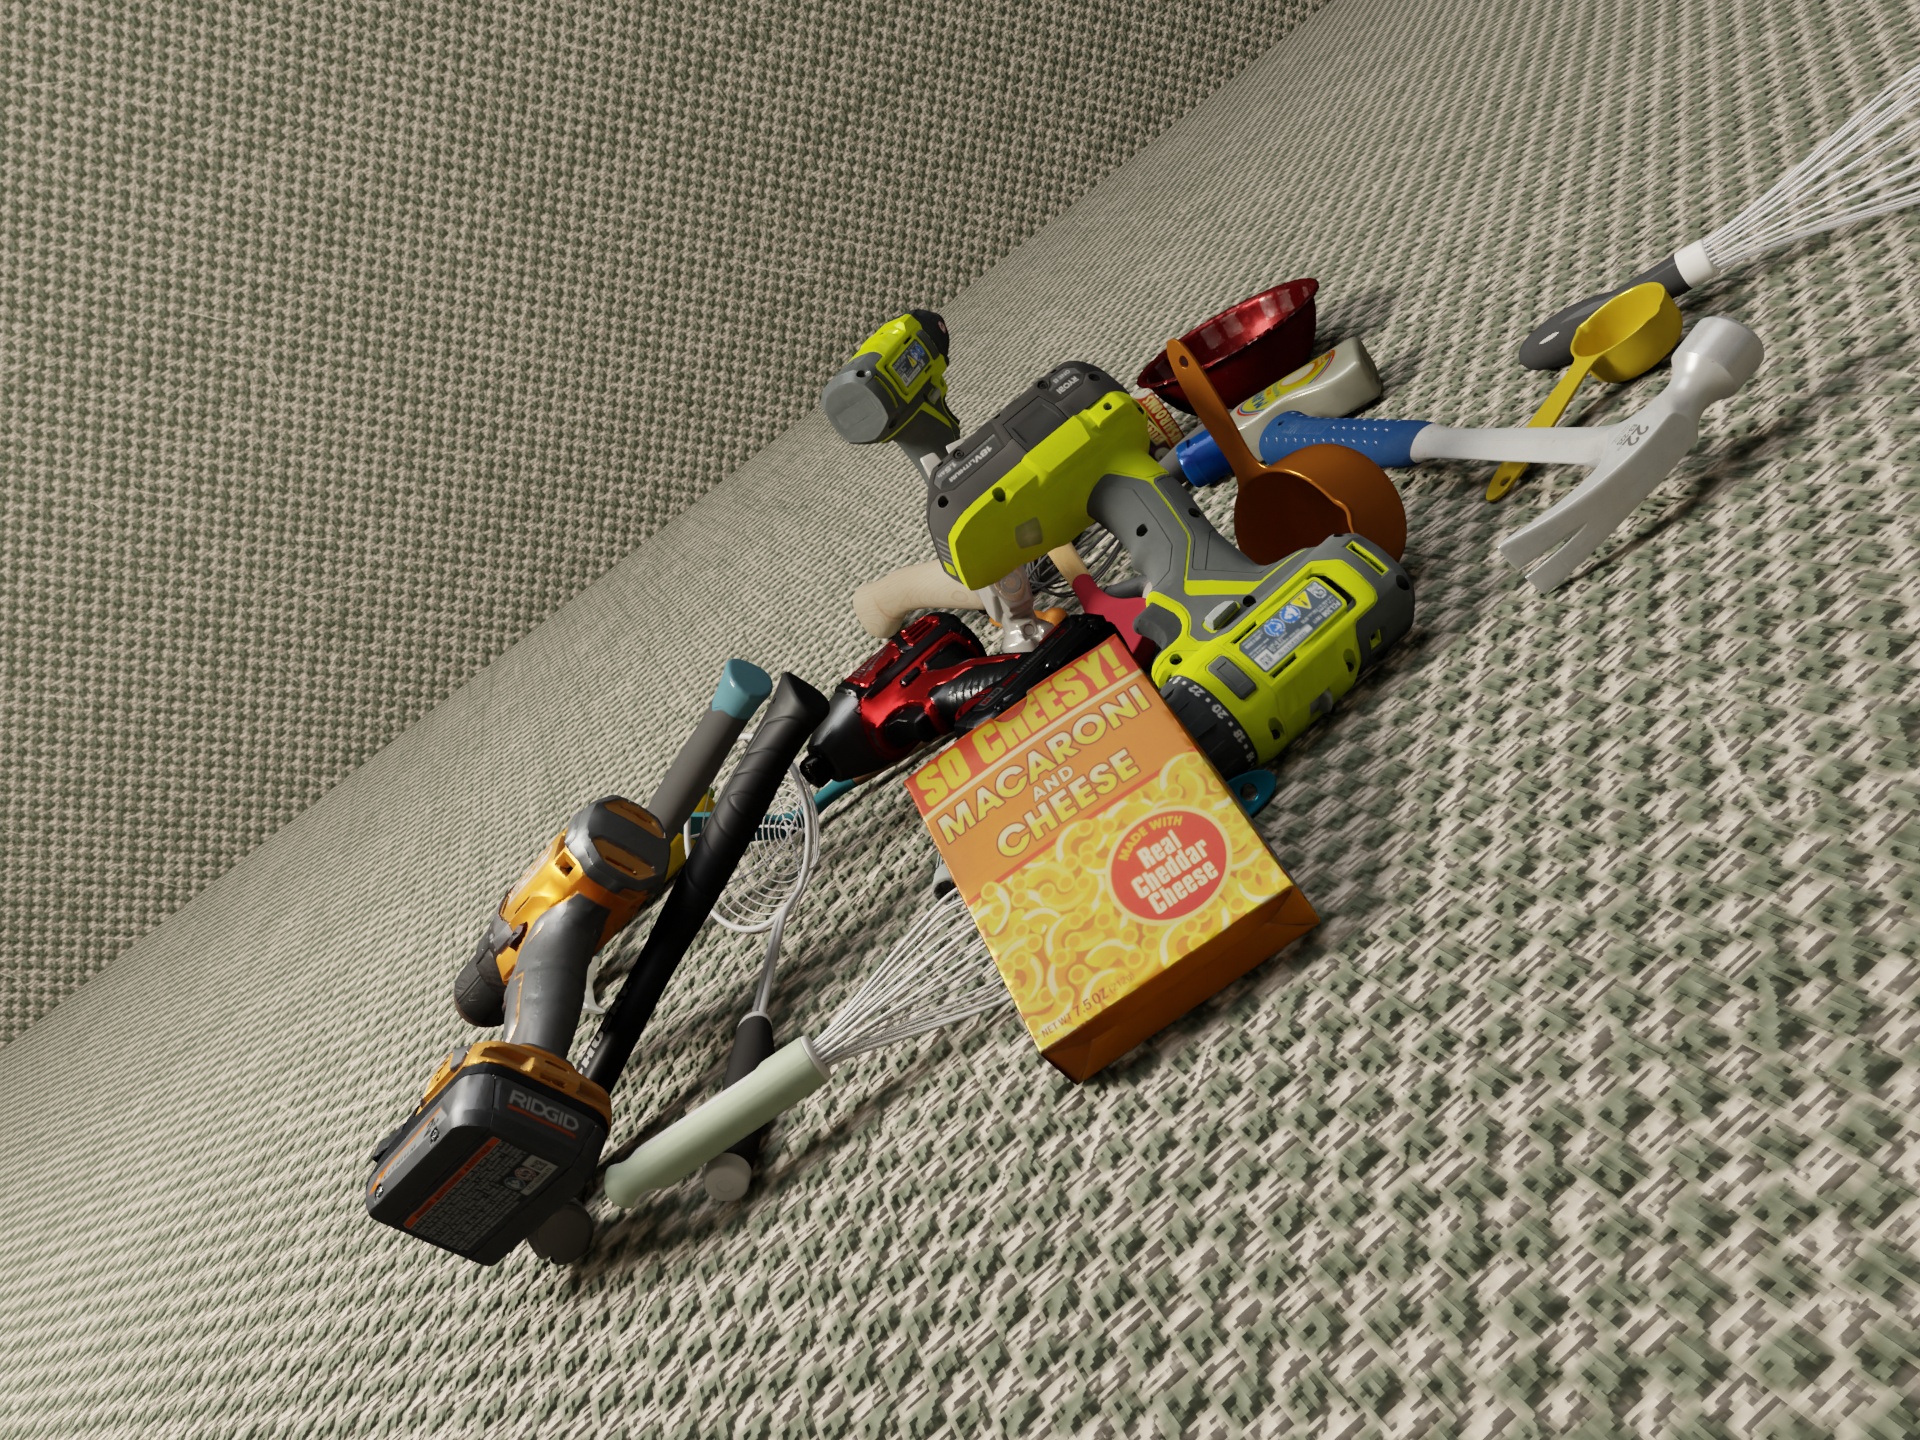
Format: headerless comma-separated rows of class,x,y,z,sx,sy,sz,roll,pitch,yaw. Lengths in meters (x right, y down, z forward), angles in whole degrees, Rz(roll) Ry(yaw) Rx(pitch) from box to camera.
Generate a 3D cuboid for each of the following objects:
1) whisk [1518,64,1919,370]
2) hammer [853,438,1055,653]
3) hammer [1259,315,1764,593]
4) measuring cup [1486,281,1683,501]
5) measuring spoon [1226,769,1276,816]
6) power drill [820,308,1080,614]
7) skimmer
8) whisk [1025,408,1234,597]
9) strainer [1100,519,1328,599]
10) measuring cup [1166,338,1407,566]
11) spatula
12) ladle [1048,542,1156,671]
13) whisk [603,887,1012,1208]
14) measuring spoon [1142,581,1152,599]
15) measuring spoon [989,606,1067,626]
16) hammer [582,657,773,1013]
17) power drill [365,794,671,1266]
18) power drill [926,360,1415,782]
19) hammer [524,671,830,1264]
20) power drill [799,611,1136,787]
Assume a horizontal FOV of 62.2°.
whisk,0.434,-0.266,0.868,0.284,0.070,0.070,-28,20,41
hammer,-0.031,-0.109,1.194,0.038,0.146,0.411,-27,7,-13
hammer,0.267,-0.154,0.907,0.144,0.035,0.406,-50,17,-1
measuring cup,0.341,-0.174,0.874,0.156,0.029,0.062,-53,18,-8
measuring spoon,0.095,0.062,0.751,0.128,0.042,0.021,-33,-7,-9
power drill,0.000,-0.211,1.248,0.080,0.223,0.171,-23,23,35
skimmer,-0.137,0.129,0.909,0.127,0.090,0.364,-60,12,23
whisk,0.133,-0.166,1.185,0.239,0.055,0.055,-41,19,-23
strainer,0.157,-0.096,0.991,0.258,0.050,0.087,-14,38,56
measuring cup,0.175,-0.141,0.861,0.052,0.173,0.095,-30,-4,-27
spatula,-0.057,0.016,1.094,0.317,0.082,0.044,-31,63,8
ladle,0.073,-0.103,1.070,0.069,0.031,0.316,-52,28,18
whisk,-0.062,0.153,0.746,0.246,0.059,0.057,-33,-15,-3
measuring spoon,0.147,-0.064,0.948,0.018,0.034,0.124,-52,26,-13
measuring spoon,0.047,-0.079,1.185,0.021,0.011,0.117,-42,19,-14
hammer,-0.201,0.076,1.032,0.331,0.033,0.128,-53,25,37
power drill,-0.238,0.167,0.844,0.185,0.084,0.226,-44,26,31
power drill,0.088,-0.063,0.816,0.190,0.229,0.080,-40,-26,-9
hammer,-0.165,0.123,0.890,0.146,0.035,0.335,9,69,63
power drill,-0.002,-0.003,0.945,0.143,0.078,0.220,-42,26,-24
